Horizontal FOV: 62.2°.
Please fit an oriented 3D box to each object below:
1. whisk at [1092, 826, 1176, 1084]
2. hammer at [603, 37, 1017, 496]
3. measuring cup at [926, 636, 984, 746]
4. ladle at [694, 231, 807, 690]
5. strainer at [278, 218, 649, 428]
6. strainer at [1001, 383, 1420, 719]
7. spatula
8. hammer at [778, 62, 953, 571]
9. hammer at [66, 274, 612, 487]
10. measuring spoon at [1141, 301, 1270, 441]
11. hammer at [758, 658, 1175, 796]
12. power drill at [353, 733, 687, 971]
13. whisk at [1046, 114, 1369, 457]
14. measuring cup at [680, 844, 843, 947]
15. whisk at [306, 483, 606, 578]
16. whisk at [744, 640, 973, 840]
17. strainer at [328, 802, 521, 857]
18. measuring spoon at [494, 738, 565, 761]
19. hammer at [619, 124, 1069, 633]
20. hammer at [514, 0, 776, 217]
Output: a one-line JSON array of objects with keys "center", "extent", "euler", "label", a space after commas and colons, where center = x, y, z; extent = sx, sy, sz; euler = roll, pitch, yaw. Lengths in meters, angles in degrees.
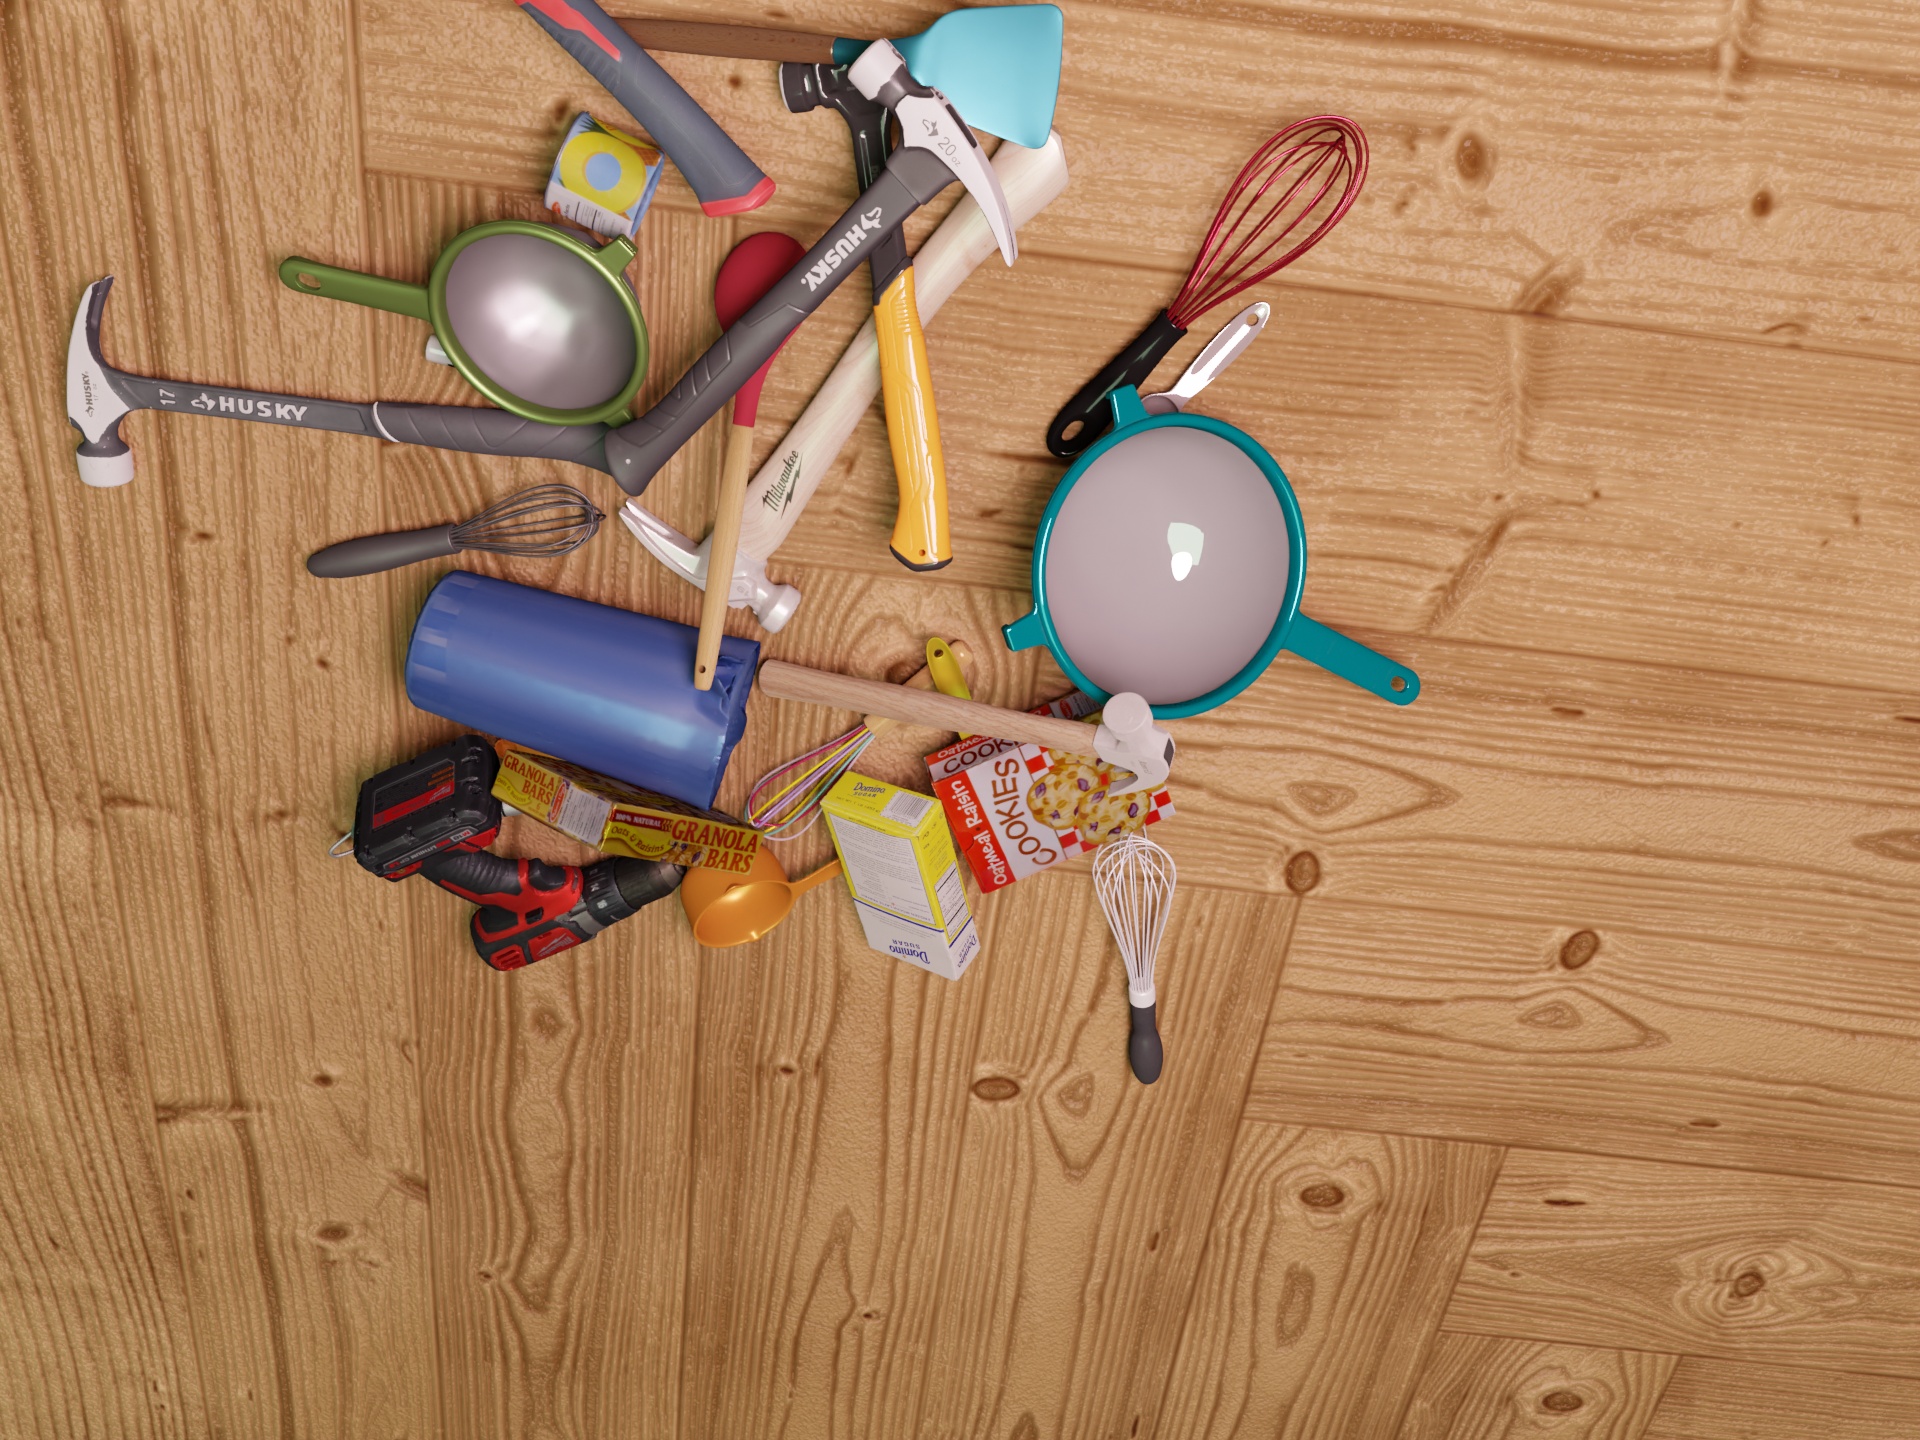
[{"center": [0.151, 0.206, 1.340], "extent": [0.070, 0.070, 0.284], "euler": [-5, 124, 4], "label": "whisk"}, {"center": [-0.112, -0.256, 1.014], "extent": [0.334, 0.035, 0.146], "euler": [-39, 104, 26], "label": "hammer"}, {"center": [0.002, -0.005, 1.232], "extent": [0.062, 0.029, 0.156], "euler": [-21, 121, 0], "label": "measuring cup"}, {"center": [-0.153, -0.175, 1.086], "extent": [0.069, 0.031, 0.315], "euler": [11, 98, 10], "label": "ladle"}, {"center": [-0.325, -0.289, 1.073], "extent": [0.256, 0.069, 0.151], "euler": [13, 135, 4], "label": "strainer"}, {"center": [0.185, -0.089, 1.154], "extent": [0.340, 0.095, 0.211], "euler": [23, 92, -25], "label": "strainer"}, {"center": [-0.097, -0.414, 0.984], "extent": [0.317, 0.044, 0.082], "euler": [12, 110, 14], "label": "spatula"}, {"center": [-0.033, -0.265, 1.048], "extent": [0.127, 0.034, 0.336], "euler": [-3, 107, 14], "label": "hammer"}, {"center": [-0.427, -0.220, 1.131], "extent": [0.409, 0.036, 0.149], "euler": [6, 118, -2], "label": "hammer"}, {"center": [0.169, -0.246, 1.114], "extent": [0.034, 0.018, 0.124], "euler": [42, 106, -12], "label": "measuring spoon"}, {"center": [-0.002, -0.004, 1.160], "extent": [0.331, 0.031, 0.129], "euler": [11, 159, 26], "label": "hammer"}, {"center": [-0.343, 0.108, 1.257], "extent": [0.188, 0.080, 0.226], "euler": [-23, 140, 10], "label": "power drill"}, {"center": [0.157, -0.284, 1.070], "extent": [0.073, 0.073, 0.295], "euler": [35, 121, -17], "label": "whisk"}, {"center": [-0.148, 0.121, 1.305], "extent": [0.173, 0.052, 0.095], "euler": [-27, 148, -11], "label": "measuring cup"}, {"center": [-0.374, -0.132, 1.171], "extent": [0.239, 0.055, 0.055], "euler": [-9, 119, 11], "label": "whisk"}, {"center": [-0.084, 0.018, 1.255], "extent": [0.245, 0.051, 0.047], "euler": [-40, 132, 16], "label": "whisk"}, {"center": [-0.381, 0.069, 1.288], "extent": [0.258, 0.050, 0.086], "euler": [-9, 145, -1], "label": "strainer"}, {"center": [-0.315, 0.027, 1.281], "extent": [0.117, 0.011, 0.021], "euler": [7, 118, -7], "label": "measuring spoon"}, {"center": [-0.075, -0.248, 1.105], "extent": [0.146, 0.038, 0.410], "euler": [34, 114, -15], "label": "hammer"}, {"center": [-0.253, -0.464, 0.960], "extent": [0.386, 0.038, 0.143], "euler": [43, 111, -11], "label": "hammer"}]
